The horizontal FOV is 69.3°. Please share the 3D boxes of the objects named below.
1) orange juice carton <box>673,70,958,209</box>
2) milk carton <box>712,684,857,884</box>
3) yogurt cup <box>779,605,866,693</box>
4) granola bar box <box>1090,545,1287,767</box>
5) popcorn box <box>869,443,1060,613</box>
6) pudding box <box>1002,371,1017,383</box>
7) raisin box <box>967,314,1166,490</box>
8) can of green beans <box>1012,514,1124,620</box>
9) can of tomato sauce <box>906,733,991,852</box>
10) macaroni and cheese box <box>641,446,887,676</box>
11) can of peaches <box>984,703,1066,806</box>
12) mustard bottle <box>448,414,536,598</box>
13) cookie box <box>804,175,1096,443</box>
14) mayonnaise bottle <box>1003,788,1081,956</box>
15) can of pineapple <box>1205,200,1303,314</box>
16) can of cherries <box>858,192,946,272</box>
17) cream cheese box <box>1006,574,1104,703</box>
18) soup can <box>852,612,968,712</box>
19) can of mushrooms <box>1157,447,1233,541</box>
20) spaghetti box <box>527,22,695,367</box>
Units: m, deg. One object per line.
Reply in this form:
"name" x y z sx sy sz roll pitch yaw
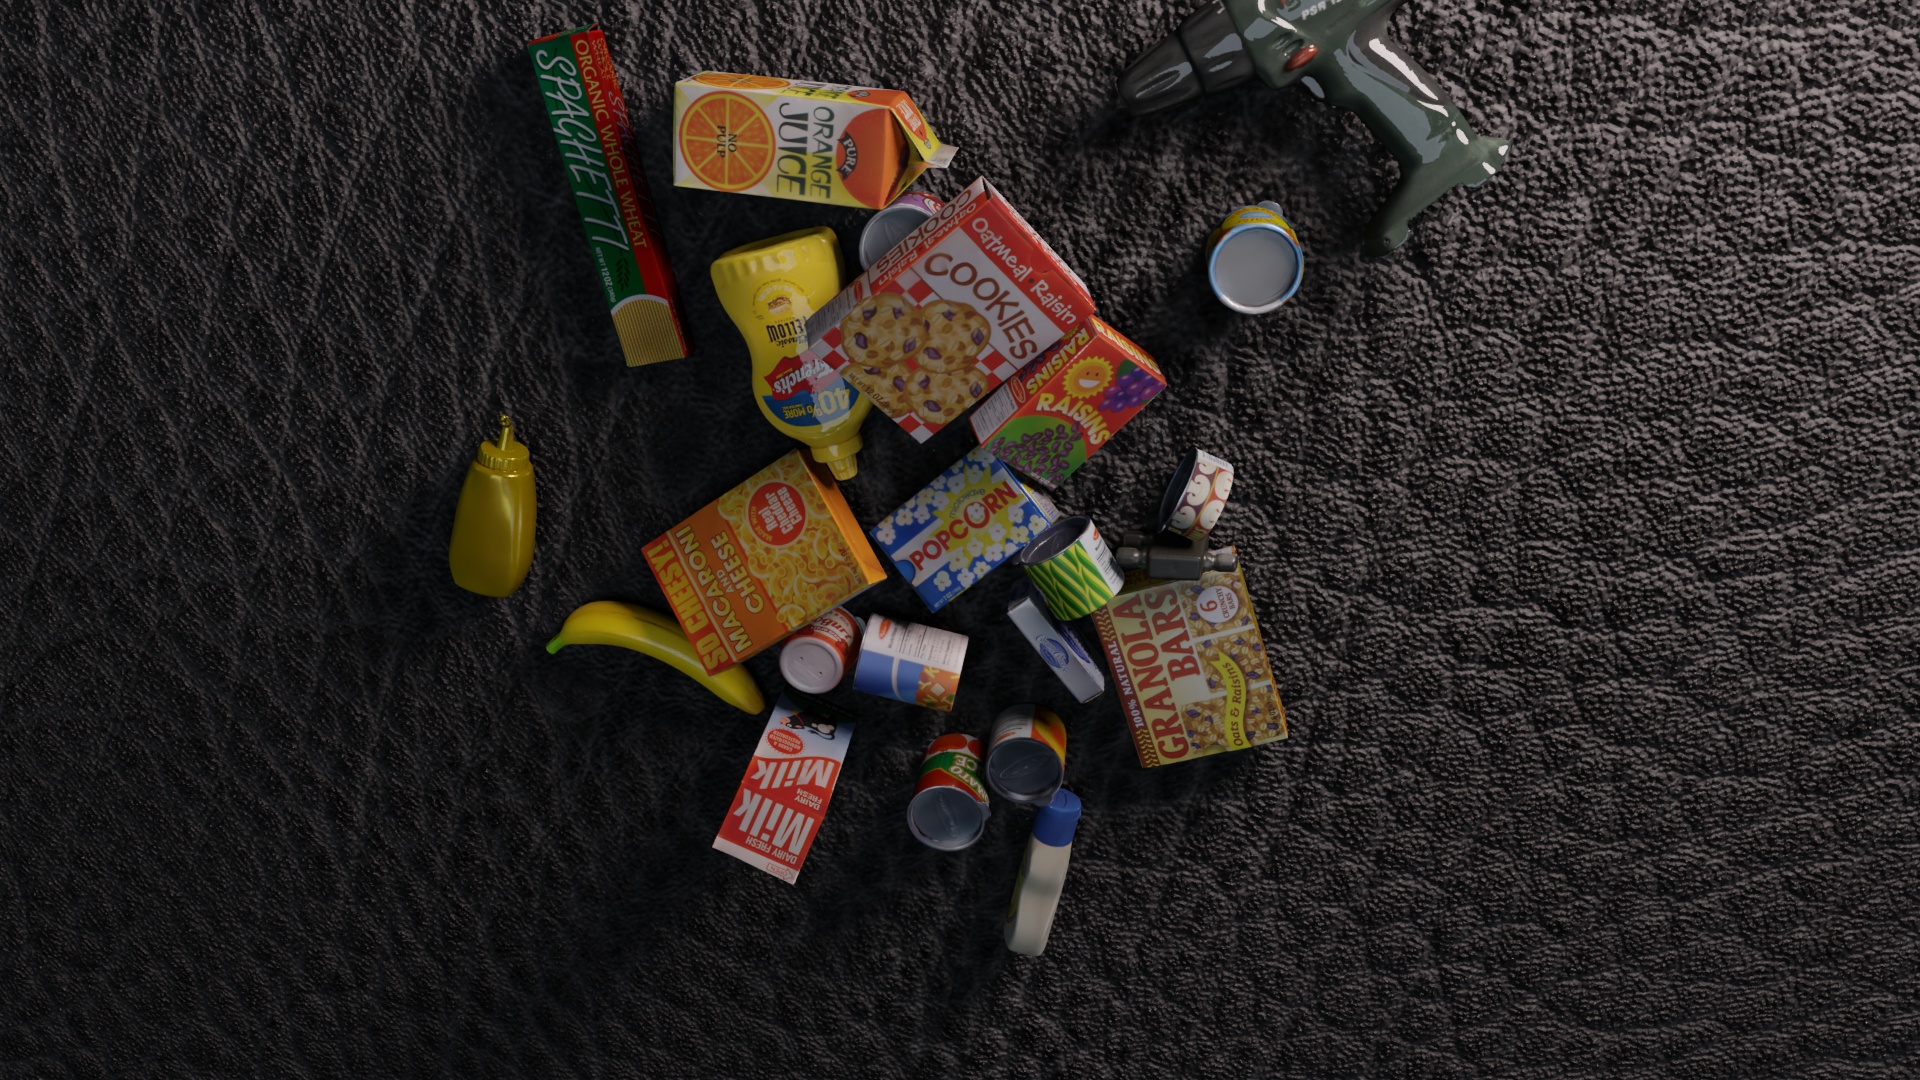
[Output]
"orange juice carton" -0.100 -0.282 0.982 0.193 0.072 0.072 8 116 5
"milk carton" -0.146 0.207 1.143 0.072 0.191 0.073 25 116 -4
"yogurt cup" -0.119 0.092 1.163 0.072 0.054 0.072 3 115 7
"granola bar box" 0.186 0.098 1.132 0.124 0.039 0.165 -15 111 14
"popcorn box" 0.004 -0.014 1.097 0.126 0.038 0.085 -38 91 21
"pudding box" 0.017 -0.151 1.048 0.084 0.030 0.049 18 114 -1
"raisin box" 0.080 -0.104 1.038 0.086 0.040 0.123 28 119 -38
"can of green beans" 0.088 0.022 1.096 0.071 0.071 0.057 -27 108 18
"can of tomato sauce" -0.005 0.213 1.185 0.071 0.083 0.071 3 115 6
"macaroni and cheese box" -0.160 0.018 1.122 0.166 0.040 0.124 -30 85 20
"can of peaches" 0.057 0.181 1.177 0.071 0.058 0.071 3 115 6
"mustard bottle" -0.381 -0.032 1.146 0.065 0.049 0.159 17 115 0
"cookie box" -0.007 -0.158 0.984 0.167 0.040 0.122 -36 128 20
"mayonnaise bottle" 0.072 0.289 1.223 0.041 0.065 0.147 12 111 0
"can of pineapple" 0.208 -0.201 0.984 0.071 0.058 0.070 3 114 7
"can of cherries" -0.034 -0.217 1.010 0.071 0.058 0.071 3 114 7
"cream cheese box" 0.078 0.078 1.130 0.024 0.053 0.103 -34 106 19
"soup can" -0.041 0.103 1.151 0.084 0.072 0.071 14 115 1
"can of mushrooms" 0.178 -0.032 1.058 0.033 0.071 0.070 23 115 -5
"spaghetti box" -0.259 -0.253 1.041 0.050 0.029 0.249 -9 113 11
